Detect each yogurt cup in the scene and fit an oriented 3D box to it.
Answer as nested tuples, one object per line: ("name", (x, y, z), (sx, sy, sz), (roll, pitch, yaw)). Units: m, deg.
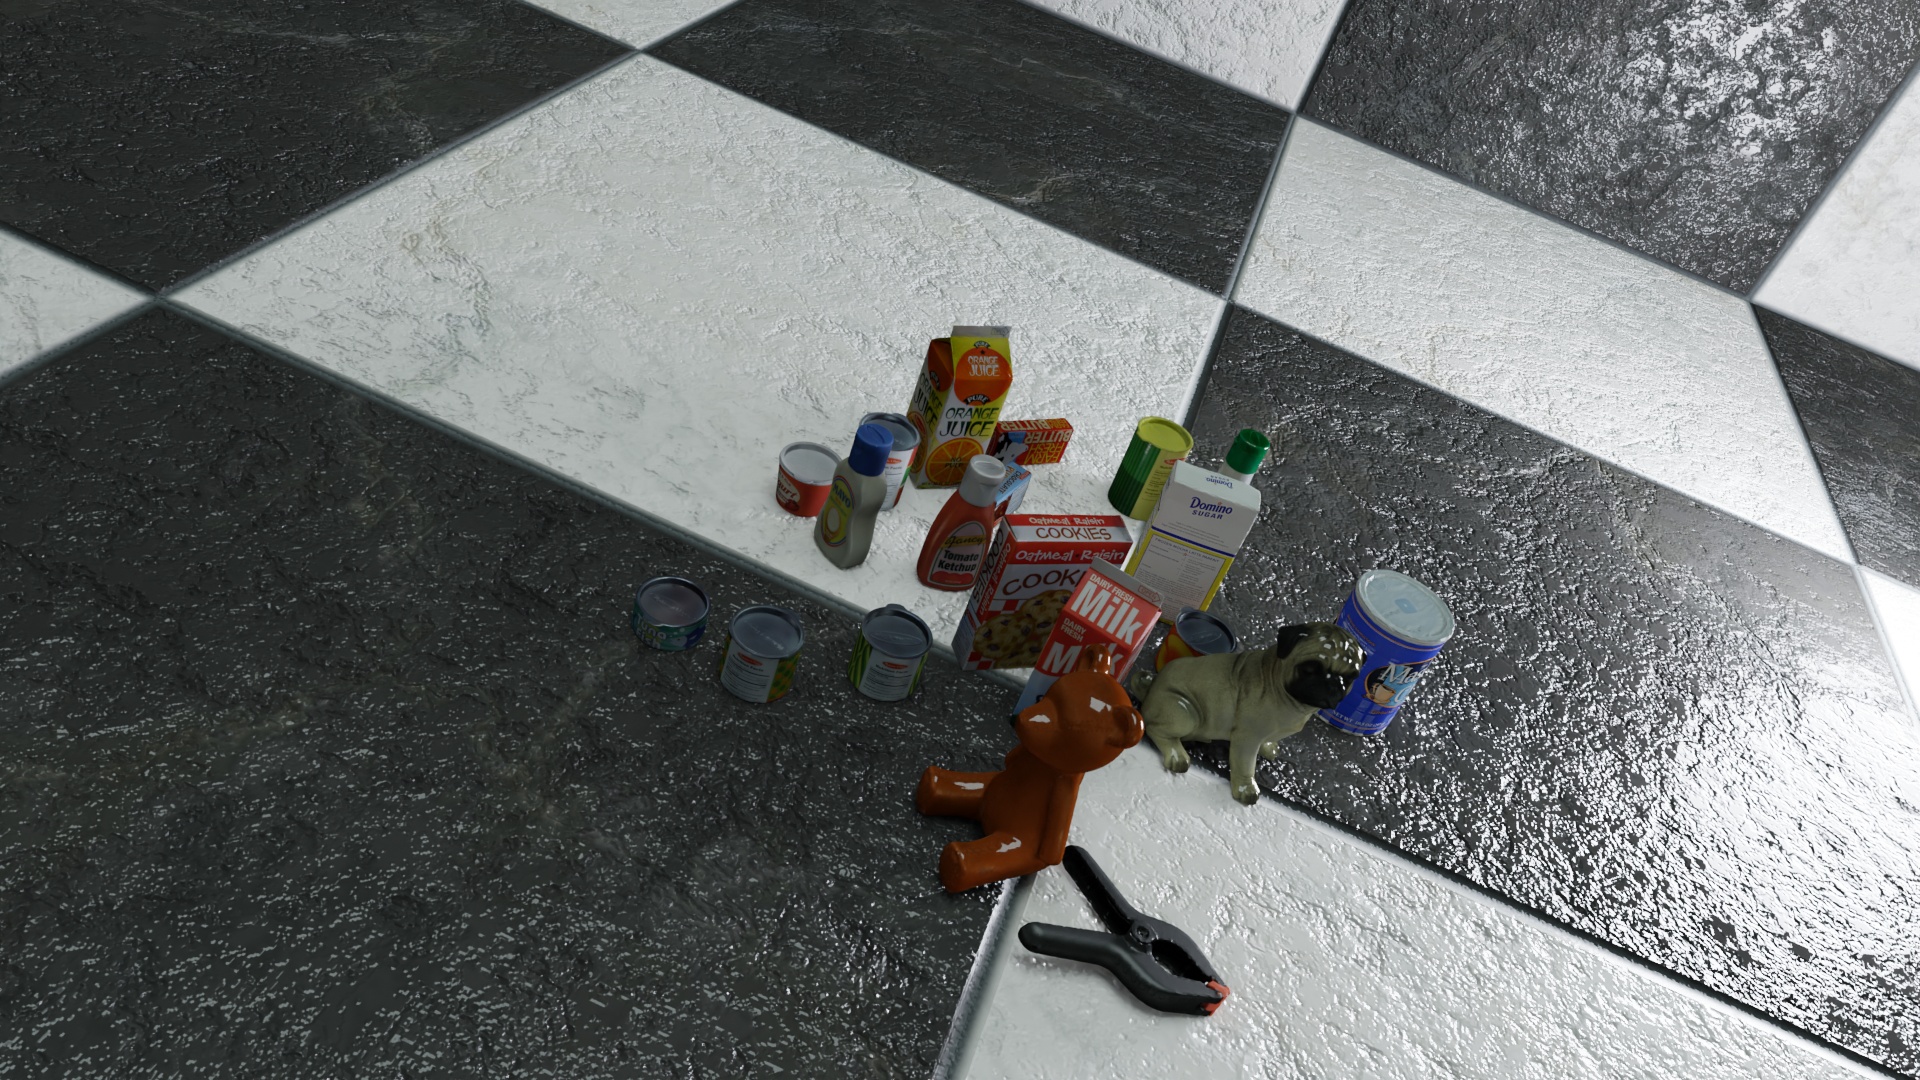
("yogurt cup", (-0.157, -0.061, 1.423), (0.072, 0.053, 0.073), (13, 37, -10))

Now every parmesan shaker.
("parmesan shaker", (0.213, -0.082, 1.584), (0.071, 0.102, 0.072), (13, 37, -10))

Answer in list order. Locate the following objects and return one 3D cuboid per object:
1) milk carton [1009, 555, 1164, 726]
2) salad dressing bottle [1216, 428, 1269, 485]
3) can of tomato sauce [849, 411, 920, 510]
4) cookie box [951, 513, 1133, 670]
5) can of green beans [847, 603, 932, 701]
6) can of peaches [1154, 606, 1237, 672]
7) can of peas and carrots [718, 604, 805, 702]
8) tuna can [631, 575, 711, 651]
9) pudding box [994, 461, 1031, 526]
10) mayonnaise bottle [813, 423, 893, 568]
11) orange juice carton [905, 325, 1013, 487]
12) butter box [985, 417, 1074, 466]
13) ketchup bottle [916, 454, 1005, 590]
("milk carton", (0.117, 0.100, 1.239), (0.072, 0.189, 0.074), (31, 38, 13))
("salad dressing bottle", (0.300, -0.057, 1.558), (0.044, 0.146, 0.064), (17, 37, -6))
("can of tomato sauce", (-0.085, -0.084, 1.462), (0.071, 0.082, 0.071), (13, 37, -10))
("cookie box", (0.075, 0.048, 1.303), (0.123, 0.166, 0.040), (0, 41, -26))
("can of green beans", (-0.064, 0.103, 1.259), (0.071, 0.057, 0.071), (13, 37, -10))
("can of peaches", (0.234, 0.111, 1.392), (0.071, 0.057, 0.071), (13, 37, -10))
("can of peas and carrots", (-0.173, 0.098, 1.214), (0.071, 0.058, 0.071), (13, 37, -10))
("tuna can", (-0.259, 0.066, 1.234), (0.071, 0.032, 0.071), (13, 37, -10))
("pudding box", (0.041, -0.046, 1.502), (0.030, 0.049, 0.084), (33, 38, 15))
("mayonnaise bottle", (-0.102, -0.046, 1.352), (0.041, 0.147, 0.065), (-13, 49, -37))
("orange juice carton", (-0.004, -0.151, 1.494), (0.072, 0.191, 0.073), (-2, 42, -28))
("butter box", (0.076, -0.113, 1.600), (0.104, 0.052, 0.024), (-6, 44, -31))
("ketchup bottle", (0.005, -0.017, 1.367), (0.065, 0.148, 0.044), (6, 39, -19))
